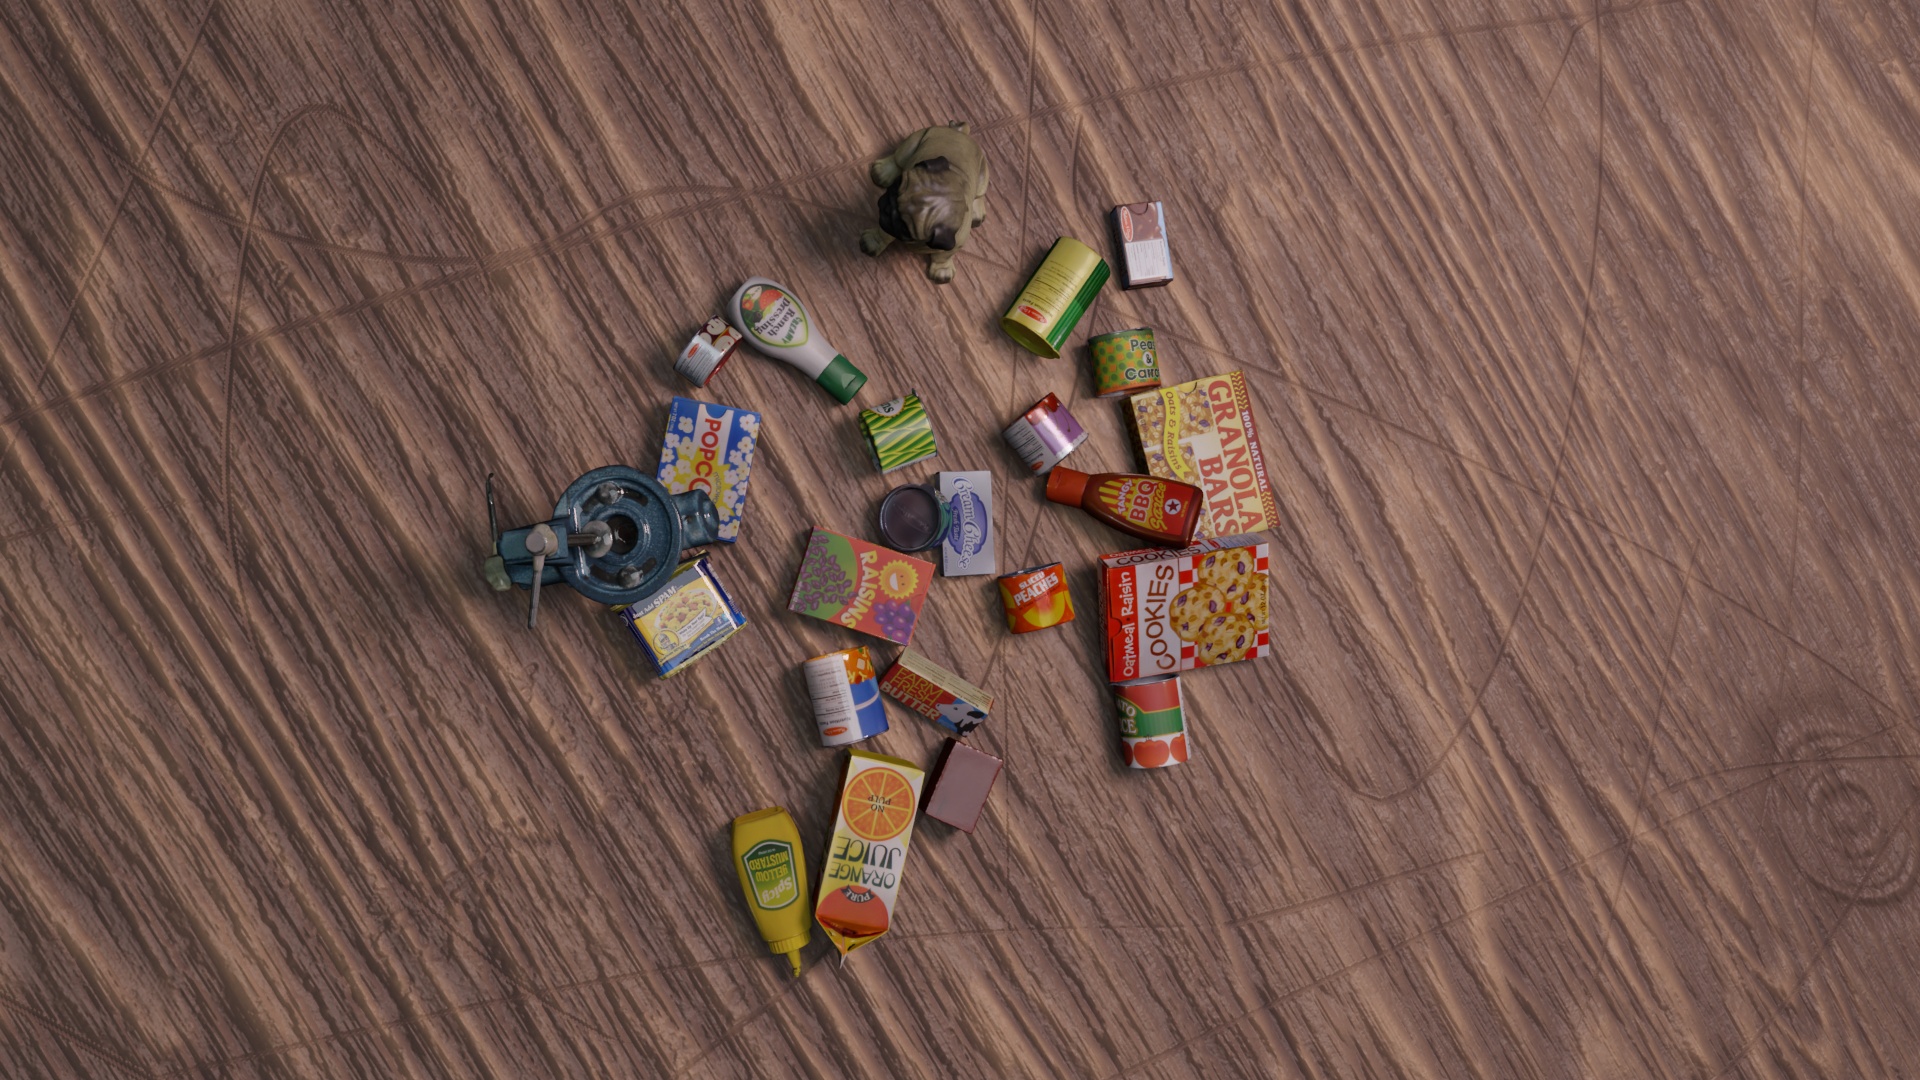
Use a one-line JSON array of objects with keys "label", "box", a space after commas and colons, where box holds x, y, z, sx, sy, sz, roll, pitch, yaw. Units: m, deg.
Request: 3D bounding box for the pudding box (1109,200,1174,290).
[{"label": "pudding box", "box": [0.185, -0.300, 1.411, 0.050, 0.030, 0.083, -9, 89, -9]}]

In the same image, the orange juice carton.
[{"label": "orange juice carton", "box": [-0.093, 0.300, 1.313, 0.073, 0.071, 0.192, 14, 85, -8]}]

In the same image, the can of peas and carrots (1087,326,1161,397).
[{"label": "can of peas and carrots", "box": [0.165, -0.177, 1.381, 0.071, 0.071, 0.058, -9, 90, -10]}]

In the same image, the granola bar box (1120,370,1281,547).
[{"label": "granola bar box", "box": [0.243, -0.079, 1.406, 0.124, 0.039, 0.165, -14, 90, -11]}]

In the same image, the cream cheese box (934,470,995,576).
[{"label": "cream cheese box", "box": [0.005, -0.017, 1.369, 0.053, 0.024, 0.104, -3, 88, -11]}]

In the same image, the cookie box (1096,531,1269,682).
[{"label": "cookie box", "box": [0.221, 0.066, 1.375, 0.168, 0.040, 0.122, -8, 110, -11]}]

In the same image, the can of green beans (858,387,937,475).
[{"label": "can of green beans", "box": [-0.061, -0.103, 1.341, 0.058, 0.071, 0.071, -20, 91, -10]}]

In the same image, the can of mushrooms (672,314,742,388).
[{"label": "can of mushrooms", "box": [-0.238, -0.179, 1.315, 0.033, 0.071, 0.071, 37, 82, -7]}]

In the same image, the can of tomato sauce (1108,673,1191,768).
[{"label": "can of tomato sauce", "box": [0.187, 0.178, 1.371, 0.071, 0.071, 0.083, -8, 90, -10]}]

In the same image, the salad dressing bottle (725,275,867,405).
[{"label": "salad dressing bottle", "box": [-0.156, -0.191, 1.339, 0.147, 0.044, 0.064, 40, 79, -6]}]

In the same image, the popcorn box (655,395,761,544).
[{"label": "popcorn box", "box": [-0.243, -0.066, 1.321, 0.085, 0.038, 0.126, 11, 86, -8]}]

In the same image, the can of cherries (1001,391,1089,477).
[{"label": "can of cherries", "box": [0.084, -0.106, 1.368, 0.071, 0.071, 0.058, -40, 94, -9]}]

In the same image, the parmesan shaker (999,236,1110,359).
[{"label": "parmesan shaker", "box": [0.097, -0.239, 1.374, 0.071, 0.071, 0.103, 36, 82, -7]}]

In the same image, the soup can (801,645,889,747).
[{"label": "soup can", "box": [-0.108, 0.148, 1.323, 0.071, 0.071, 0.083, -14, 89, -10]}]

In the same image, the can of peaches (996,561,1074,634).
[{"label": "can of peaches", "box": [0.074, 0.056, 1.354, 0.071, 0.071, 0.058, -14, 91, -10]}]

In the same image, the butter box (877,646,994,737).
[{"label": "butter box", "box": [-0.024, 0.147, 1.341, 0.103, 0.052, 0.024, 30, 45, -7]}]

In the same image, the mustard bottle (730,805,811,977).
[{"label": "mustard bottle", "box": [-0.171, 0.335, 1.309, 0.065, 0.049, 0.160, -15, 90, -8]}]

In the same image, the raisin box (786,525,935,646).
[{"label": "raisin box", "box": [-0.097, 0.044, 1.341, 0.123, 0.040, 0.086, 18, 84, -9]}]

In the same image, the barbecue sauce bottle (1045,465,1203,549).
[{"label": "barbecue sauce bottle", "box": [0.159, -0.039, 1.362, 0.148, 0.043, 0.065, 15, 75, 16]}]

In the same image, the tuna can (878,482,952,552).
[{"label": "tuna can", "box": [-0.042, -0.024, 1.343, 0.071, 0.033, 0.071, 0, 89, 20]}]
